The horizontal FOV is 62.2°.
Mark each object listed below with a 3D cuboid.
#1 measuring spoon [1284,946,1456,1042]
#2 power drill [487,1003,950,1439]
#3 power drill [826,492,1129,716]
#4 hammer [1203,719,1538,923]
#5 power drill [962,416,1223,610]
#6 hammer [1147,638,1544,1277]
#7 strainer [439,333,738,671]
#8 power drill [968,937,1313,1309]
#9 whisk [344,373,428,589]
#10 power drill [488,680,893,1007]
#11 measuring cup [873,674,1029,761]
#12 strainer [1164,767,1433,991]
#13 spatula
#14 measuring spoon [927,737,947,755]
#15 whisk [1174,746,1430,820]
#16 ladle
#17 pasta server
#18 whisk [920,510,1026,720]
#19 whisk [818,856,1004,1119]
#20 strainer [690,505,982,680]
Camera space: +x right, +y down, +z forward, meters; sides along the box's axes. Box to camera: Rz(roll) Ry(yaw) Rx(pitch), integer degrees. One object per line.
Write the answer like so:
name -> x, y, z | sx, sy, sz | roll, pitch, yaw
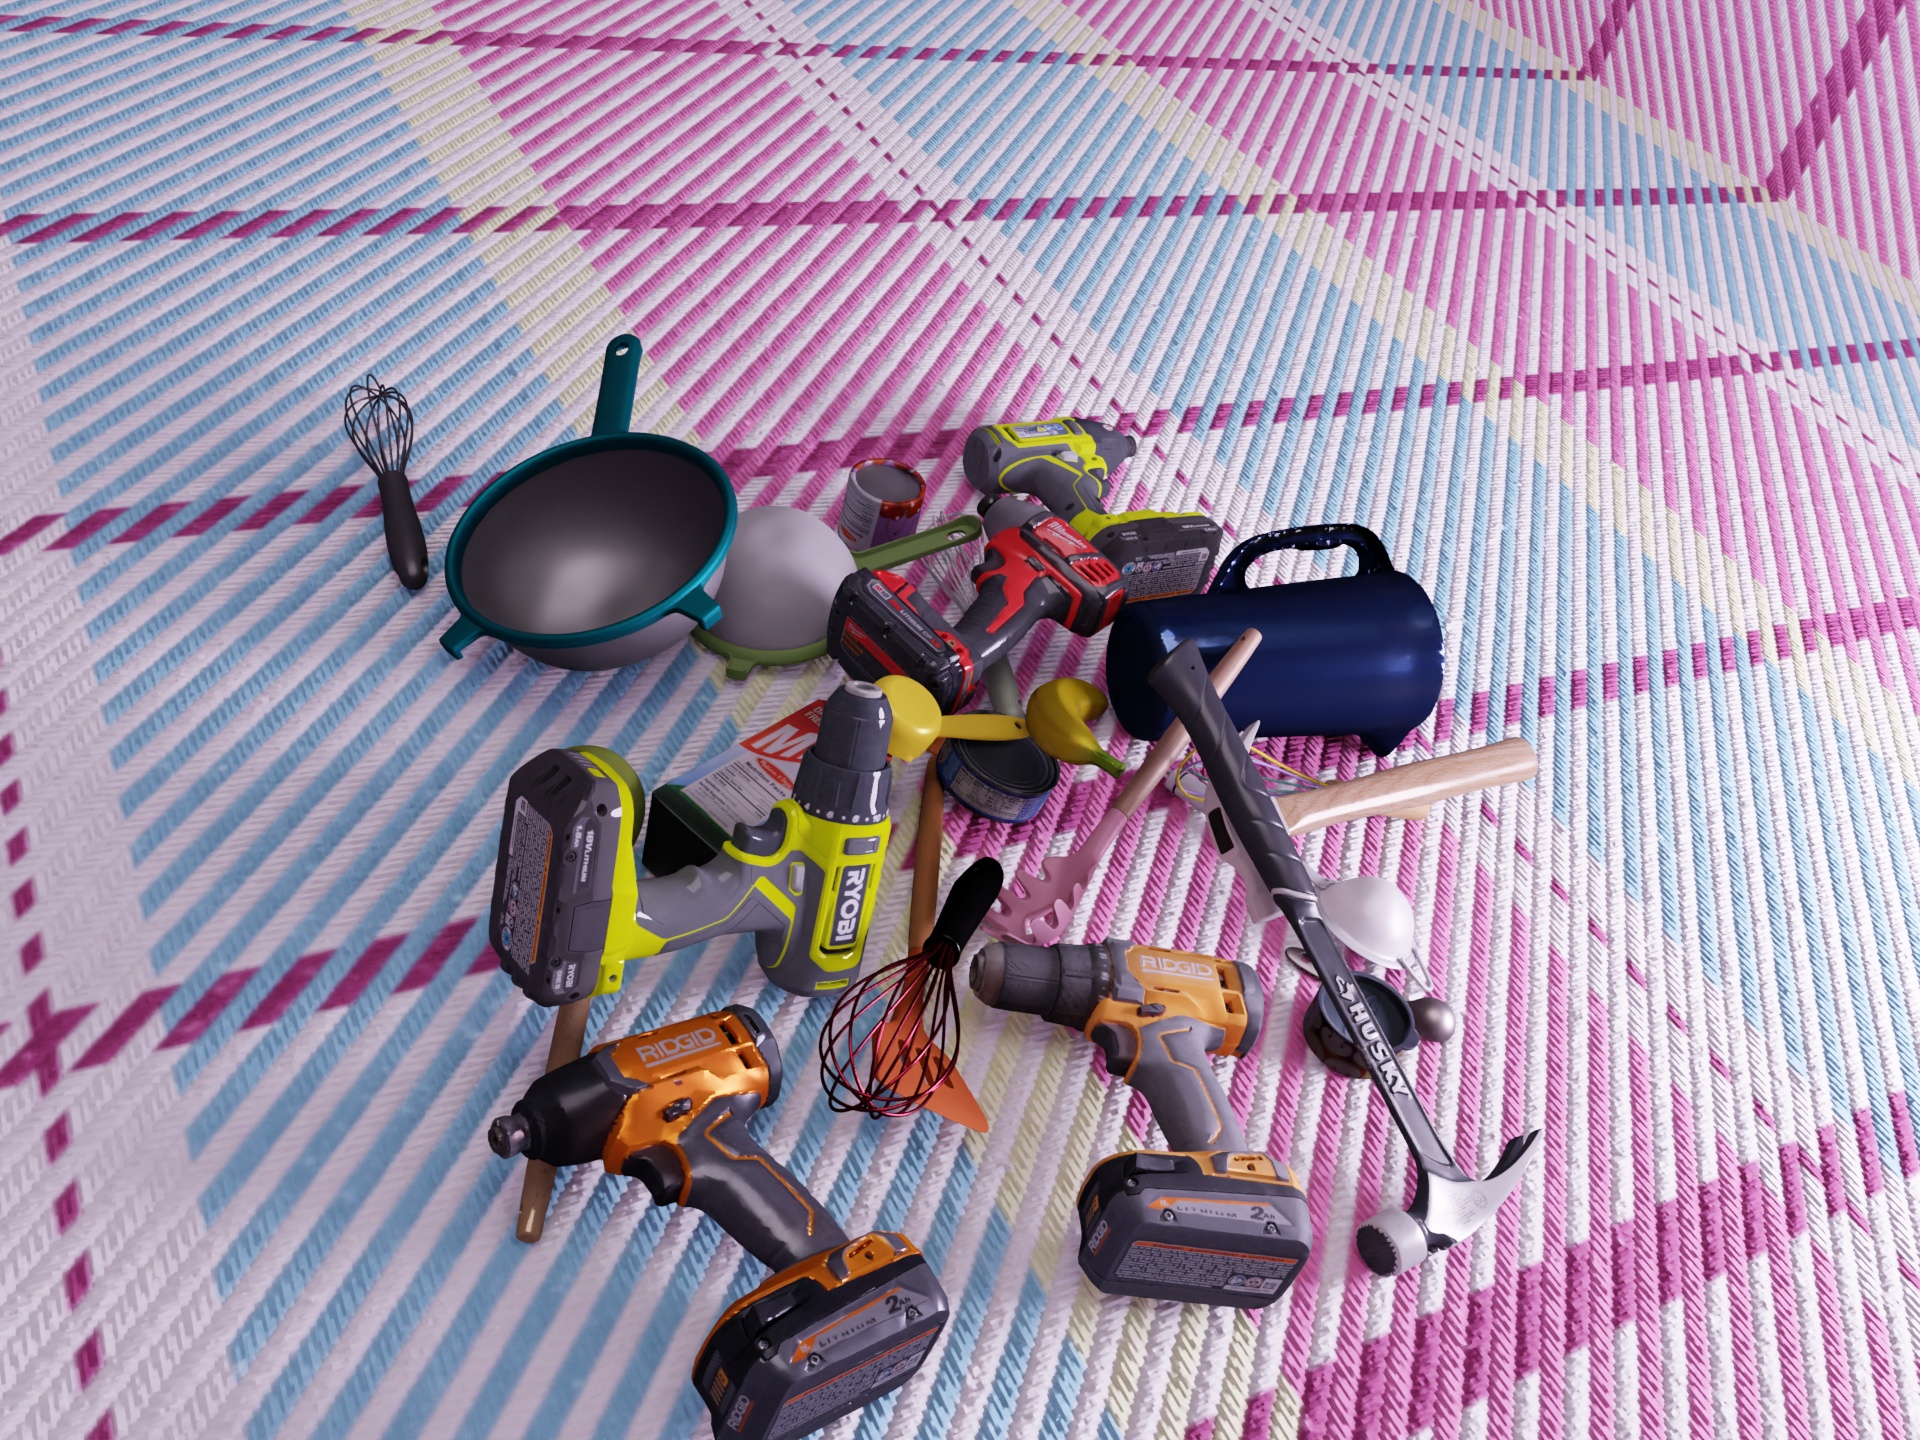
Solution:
measuring spoon -> 0.281, 0.181, 1.086 | 0.124, 0.018, 0.034 | 25, 42, 10
power drill -> -0.129, 0.252, 0.814 | 0.164, 0.084, 0.227 | -9, 44, -41
power drill -> 0.011, -0.094, 1.205 | 0.219, 0.078, 0.143 | -32, 67, -34
hammer -> 0.304, 0.049, 1.143 | 0.331, 0.031, 0.130 | -10, 71, -35
power drill -> 0.125, -0.193, 1.404 | 0.171, 0.080, 0.223 | -10, 45, -27
hammer -> 0.226, 0.128, 1.009 | 0.149, 0.036, 0.409 | -15, 71, -30
strainer -> -0.258, -0.155, 1.195 | 0.211, 0.095, 0.341 | -7, 49, 4
power drill -> 0.101, 0.219, 0.937 | 0.185, 0.084, 0.226 | 11, 37, -12
whisk -> -0.440, -0.187, 1.233 | 0.055, 0.055, 0.239 | -6, 50, -24
power drill -> -0.138, 0.071, 0.906 | 0.228, 0.190, 0.080 | -1, 20, -39
measuring cup -> -0.002, -0.004, 1.100 | 0.156, 0.029, 0.062 | 2, 52, -41
strainer -> 0.240, 0.100, 1.148 | 0.259, 0.050, 0.087 | 36, 29, 25
spatula -> -0.019, 0.129, 1.028 | 0.081, 0.041, 0.323 | 31, 35, -21
measuring spoon -> -0.023, 0.011, 1.177 | 0.117, 0.011, 0.021 | 29, 43, 14
whisk -> 0.258, 0.049, 1.170 | 0.244, 0.047, 0.051 | 10, 0, -31
ladle -> -0.234, 0.146, 0.929 | 0.062, 0.078, 0.320 | 20, 45, -20
pasta server -> 0.121, 0.041, 1.101 | 0.060, 0.040, 0.316 | 8, 51, 49
whisk -> 0.013, -0.083, 1.273 | 0.059, 0.057, 0.247 | -23, 49, 7
whisk -> -0.017, 0.144, 0.931 | 0.073, 0.073, 0.296 | 22, 23, 6
strainer -> -0.097, -0.133, 1.234 | 0.256, 0.069, 0.152 | -20, 53, -19
